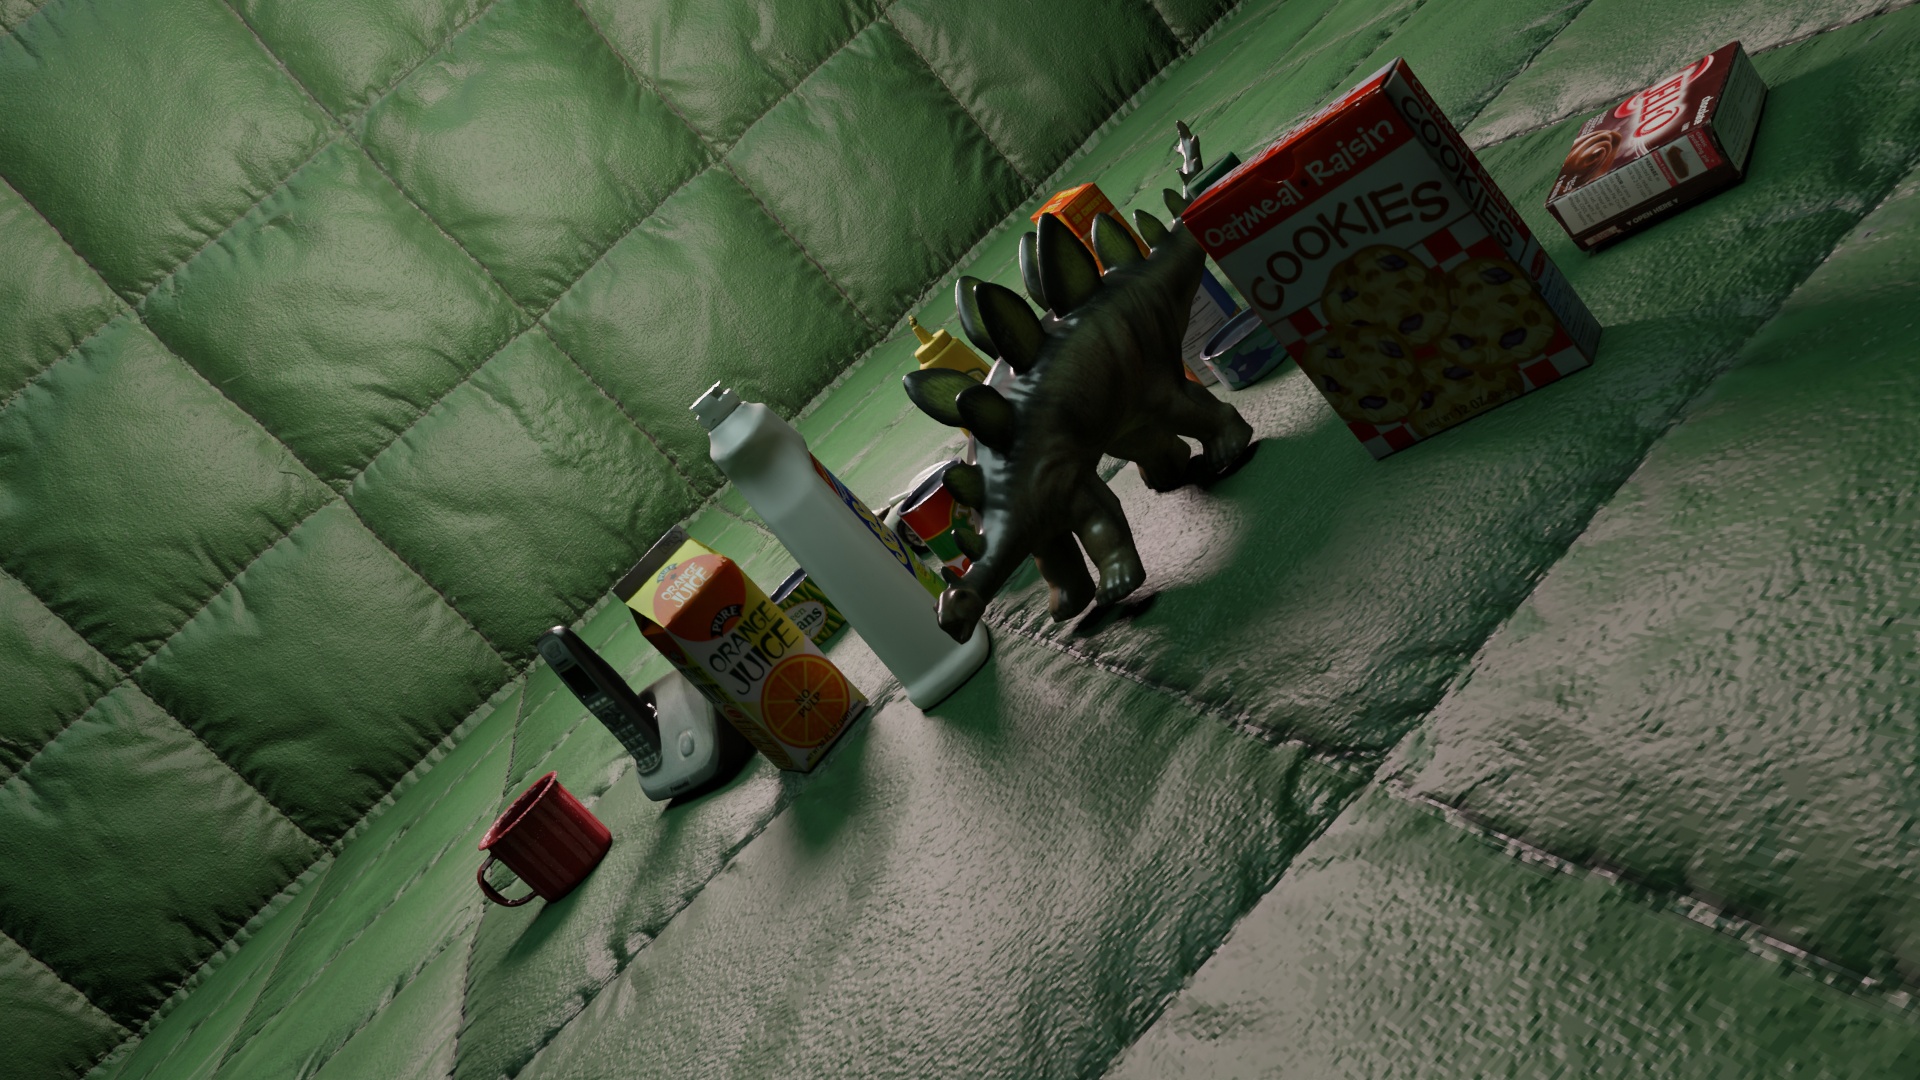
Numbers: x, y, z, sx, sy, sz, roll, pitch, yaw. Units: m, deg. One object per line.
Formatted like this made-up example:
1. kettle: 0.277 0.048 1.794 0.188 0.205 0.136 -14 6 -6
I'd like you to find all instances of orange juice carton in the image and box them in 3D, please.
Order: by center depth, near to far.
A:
1. orange juice carton: -0.166 0.080 1.025 0.072 0.192 0.073 -48 14 -24

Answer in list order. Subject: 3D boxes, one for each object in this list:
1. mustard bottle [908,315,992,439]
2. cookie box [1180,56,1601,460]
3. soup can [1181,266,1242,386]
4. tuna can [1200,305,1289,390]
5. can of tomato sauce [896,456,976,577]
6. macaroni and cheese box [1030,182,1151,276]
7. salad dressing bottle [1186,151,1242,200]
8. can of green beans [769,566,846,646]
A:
1. mustard bottle: 0.001 -0.156 1.360 0.065 0.160 0.049 -42 13 0
2. cookie box: 0.209 -0.131 0.681 0.122 0.167 0.040 -28 19 46
3. soup can: 0.179 -0.169 1.063 0.071 0.083 0.071 -40 13 12
4. tuna can: 0.210 -0.142 0.999 0.071 0.033 0.071 -39 14 12
5. can of tomato sauce: 0.004 -0.013 1.073 0.071 0.083 0.071 -40 13 12
6. macaroni and cheese box: 0.138 -0.224 1.171 0.040 0.166 0.124 -42 13 1
7. salad dressing bottle: 0.204 -0.181 0.889 0.064 0.147 0.044 -34 16 34
8. can of green beans: -0.140 0.060 1.307 0.071 0.057 0.071 -40 14 12
